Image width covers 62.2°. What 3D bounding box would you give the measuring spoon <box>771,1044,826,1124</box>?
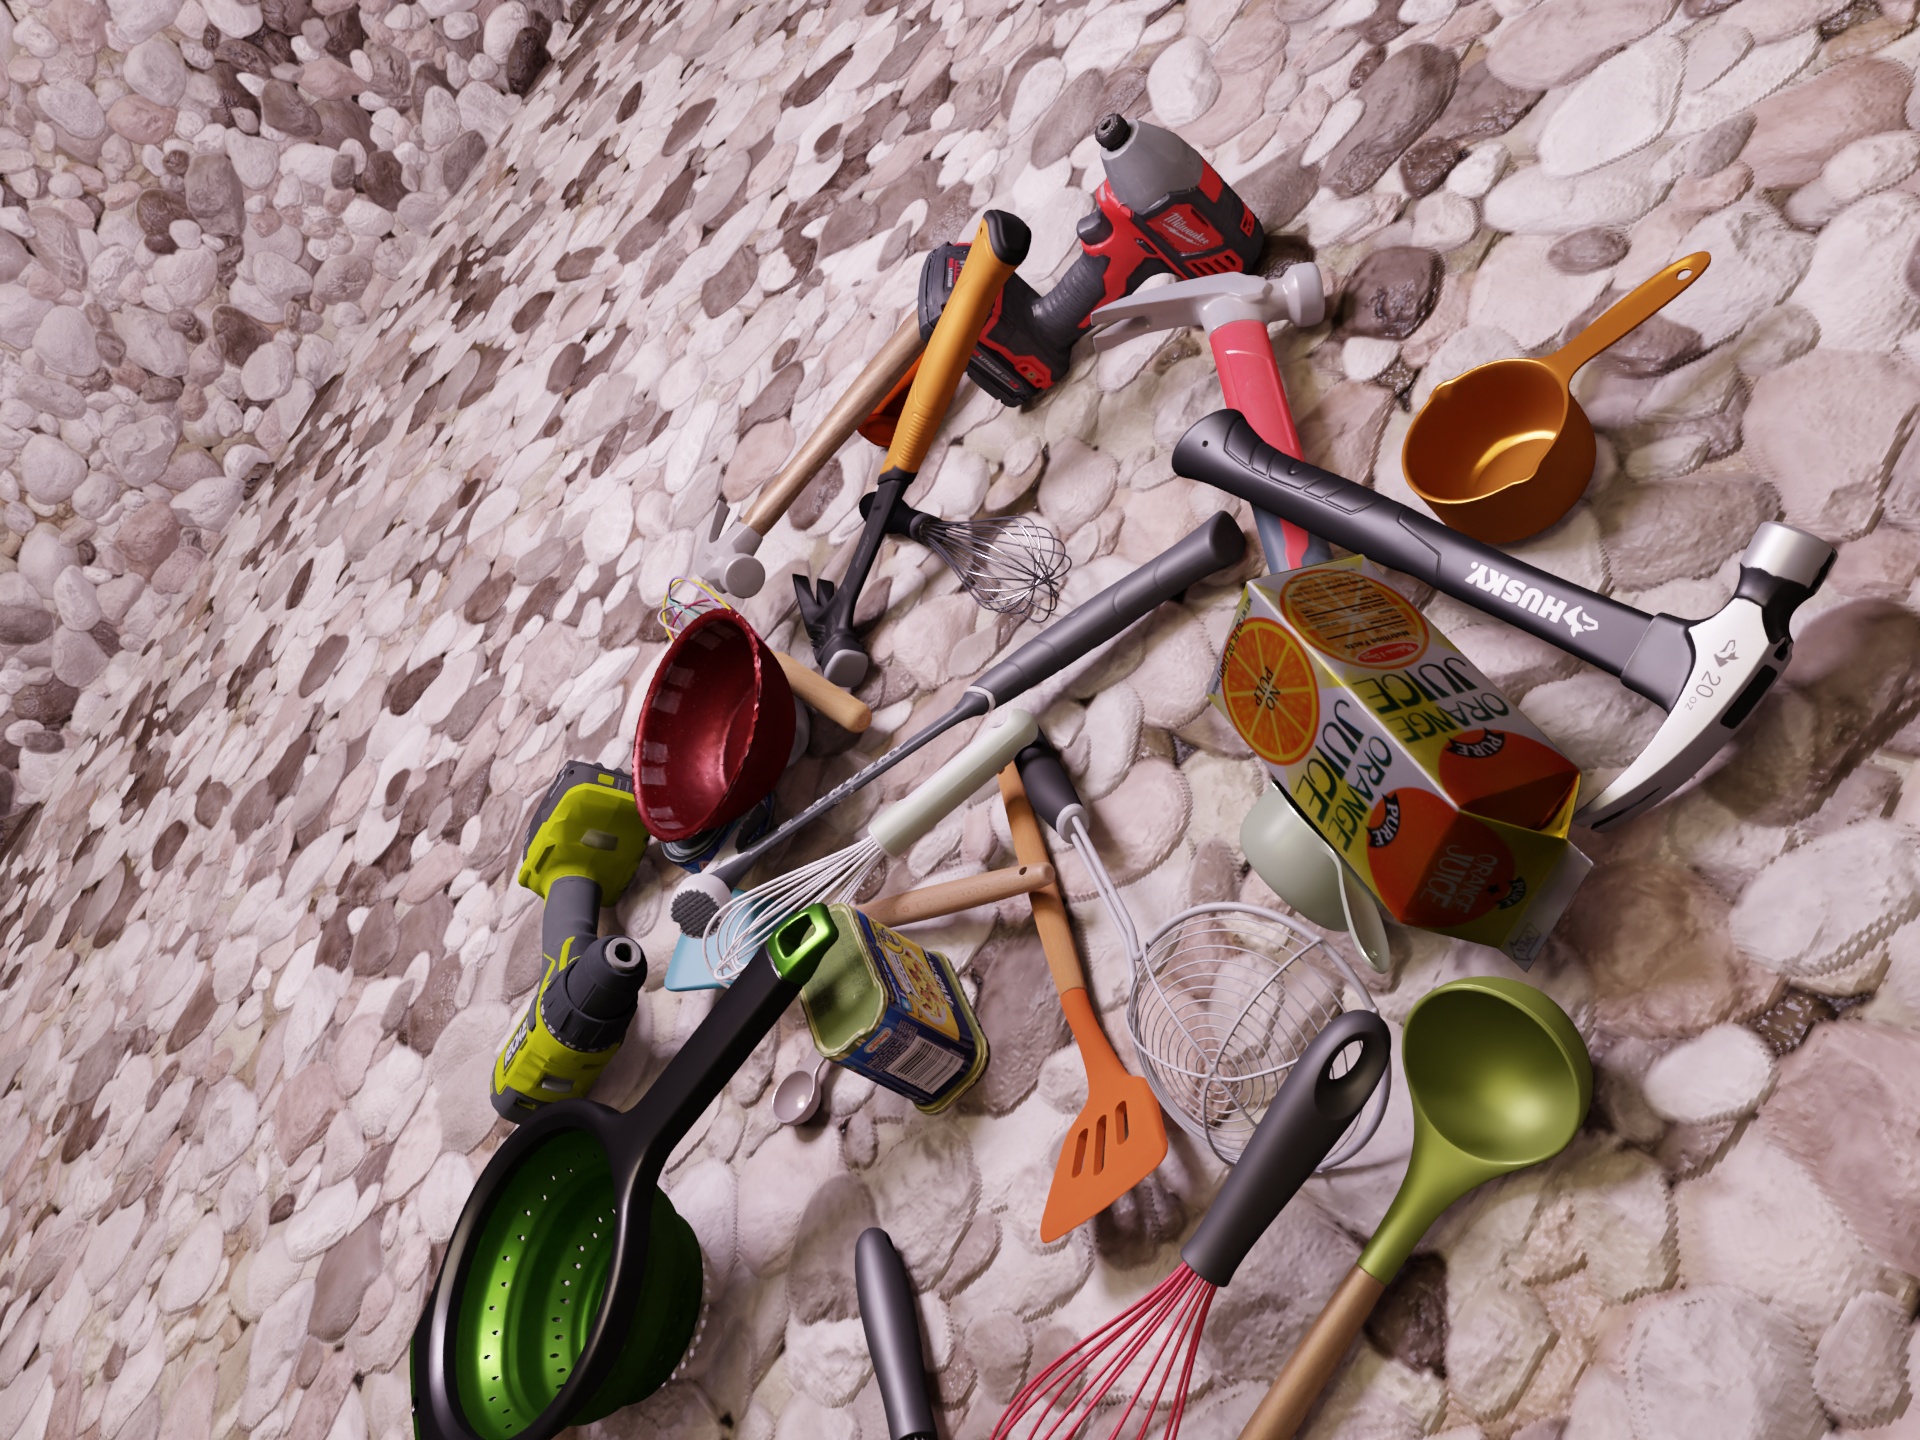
[{"bbox_3d":[-0.071,0.189,0.953,0.034,0.018,0.124,13,64,51],"label":"measuring spoon"}]

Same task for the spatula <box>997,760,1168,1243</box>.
[{"bbox_3d":[0.049,0.125,0.849,0.081,0.041,0.323,-42,37,22],"label":"spatula"}]

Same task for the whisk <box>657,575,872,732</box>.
[{"bbox_3d":[-0.145,-0.044,1.142,0.245,0.051,0.047,31,81,40],"label":"whisk"}]

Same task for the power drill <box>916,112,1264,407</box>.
[{"bbox_3d":[0.080,-0.316,1.085,0.219,0.143,0.079,-24,48,36],"label":"power drill"}]

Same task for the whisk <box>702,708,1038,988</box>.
[{"bbox_3d":[-0.052,0.075,0.930,0.246,0.059,0.058,-40,5,6],"label":"whisk"}]

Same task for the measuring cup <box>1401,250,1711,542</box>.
[{"bbox_3d":[0.306,-0.159,0.794,0.173,0.052,0.095,-40,39,15],"label":"measuring cup"}]

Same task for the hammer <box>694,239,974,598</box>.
[{"bbox_3d":[-0.085,-0.230,1.193,0.331,0.031,0.130,-51,27,-6],"label":"hammer"}]

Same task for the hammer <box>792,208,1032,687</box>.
[{"bbox_3d":[-0.036,-0.190,1.086,0.336,0.034,0.127,-63,30,29],"label":"hammer"}]

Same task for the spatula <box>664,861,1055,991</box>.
[{"bbox_3d":[-0.065,0.116,0.962,0.317,0.044,0.082,-20,41,44],"label":"spatula"}]

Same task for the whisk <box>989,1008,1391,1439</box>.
[{"bbox_3d":[0.092,0.244,0.663,0.296,0.073,0.073,-58,36,7],"label":"whisk"}]

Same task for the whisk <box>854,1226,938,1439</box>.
[{"bbox_3d":[-0.024,0.341,0.754,0.055,0.055,0.239,-41,35,16],"label":"whisk"}]

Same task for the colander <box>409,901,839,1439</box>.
[{"bbox_3d":[-0.166,0.268,0.900,0.397,0.094,0.205,-51,36,13],"label":"colander"}]

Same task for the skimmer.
[{"bbox_3d":[0.102,0.086,0.823,0.364,0.090,0.127,-115,32,-61],"label":"skimmer"}]

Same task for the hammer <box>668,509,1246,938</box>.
[{"bbox_3d":[-0.002,-0.003,0.982,0.409,0.036,0.149,-34,9,15],"label":"hammer"}]

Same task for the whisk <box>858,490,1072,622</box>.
[{"bbox_3d":[-0.009,-0.127,1.101,0.070,0.070,0.285,-55,32,-2],"label":"whisk"}]

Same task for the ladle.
[{"bbox_3d":[0.148,0.244,0.640,0.078,0.062,0.320,33,90,35],"label":"ladle"}]

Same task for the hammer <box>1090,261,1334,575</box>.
[{"bbox_3d":[0.165,-0.115,0.883,0.143,0.038,0.387,-10,52,6],"label":"hammer"}]

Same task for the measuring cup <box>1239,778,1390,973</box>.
[{"bbox_3d":[0.161,0.080,0.702,0.038,0.083,0.168,-50,8,18],"label":"measuring cup"}]

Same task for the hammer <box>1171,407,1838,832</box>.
[{"bbox_3d":[0.222,-0.076,0.762,0.335,0.035,0.146,36,104,43],"label":"hammer"}]

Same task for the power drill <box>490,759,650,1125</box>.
[{"bbox_3d":[-0.259,0.142,1.100,0.190,0.080,0.229,-52,30,39],"label":"power drill"}]
